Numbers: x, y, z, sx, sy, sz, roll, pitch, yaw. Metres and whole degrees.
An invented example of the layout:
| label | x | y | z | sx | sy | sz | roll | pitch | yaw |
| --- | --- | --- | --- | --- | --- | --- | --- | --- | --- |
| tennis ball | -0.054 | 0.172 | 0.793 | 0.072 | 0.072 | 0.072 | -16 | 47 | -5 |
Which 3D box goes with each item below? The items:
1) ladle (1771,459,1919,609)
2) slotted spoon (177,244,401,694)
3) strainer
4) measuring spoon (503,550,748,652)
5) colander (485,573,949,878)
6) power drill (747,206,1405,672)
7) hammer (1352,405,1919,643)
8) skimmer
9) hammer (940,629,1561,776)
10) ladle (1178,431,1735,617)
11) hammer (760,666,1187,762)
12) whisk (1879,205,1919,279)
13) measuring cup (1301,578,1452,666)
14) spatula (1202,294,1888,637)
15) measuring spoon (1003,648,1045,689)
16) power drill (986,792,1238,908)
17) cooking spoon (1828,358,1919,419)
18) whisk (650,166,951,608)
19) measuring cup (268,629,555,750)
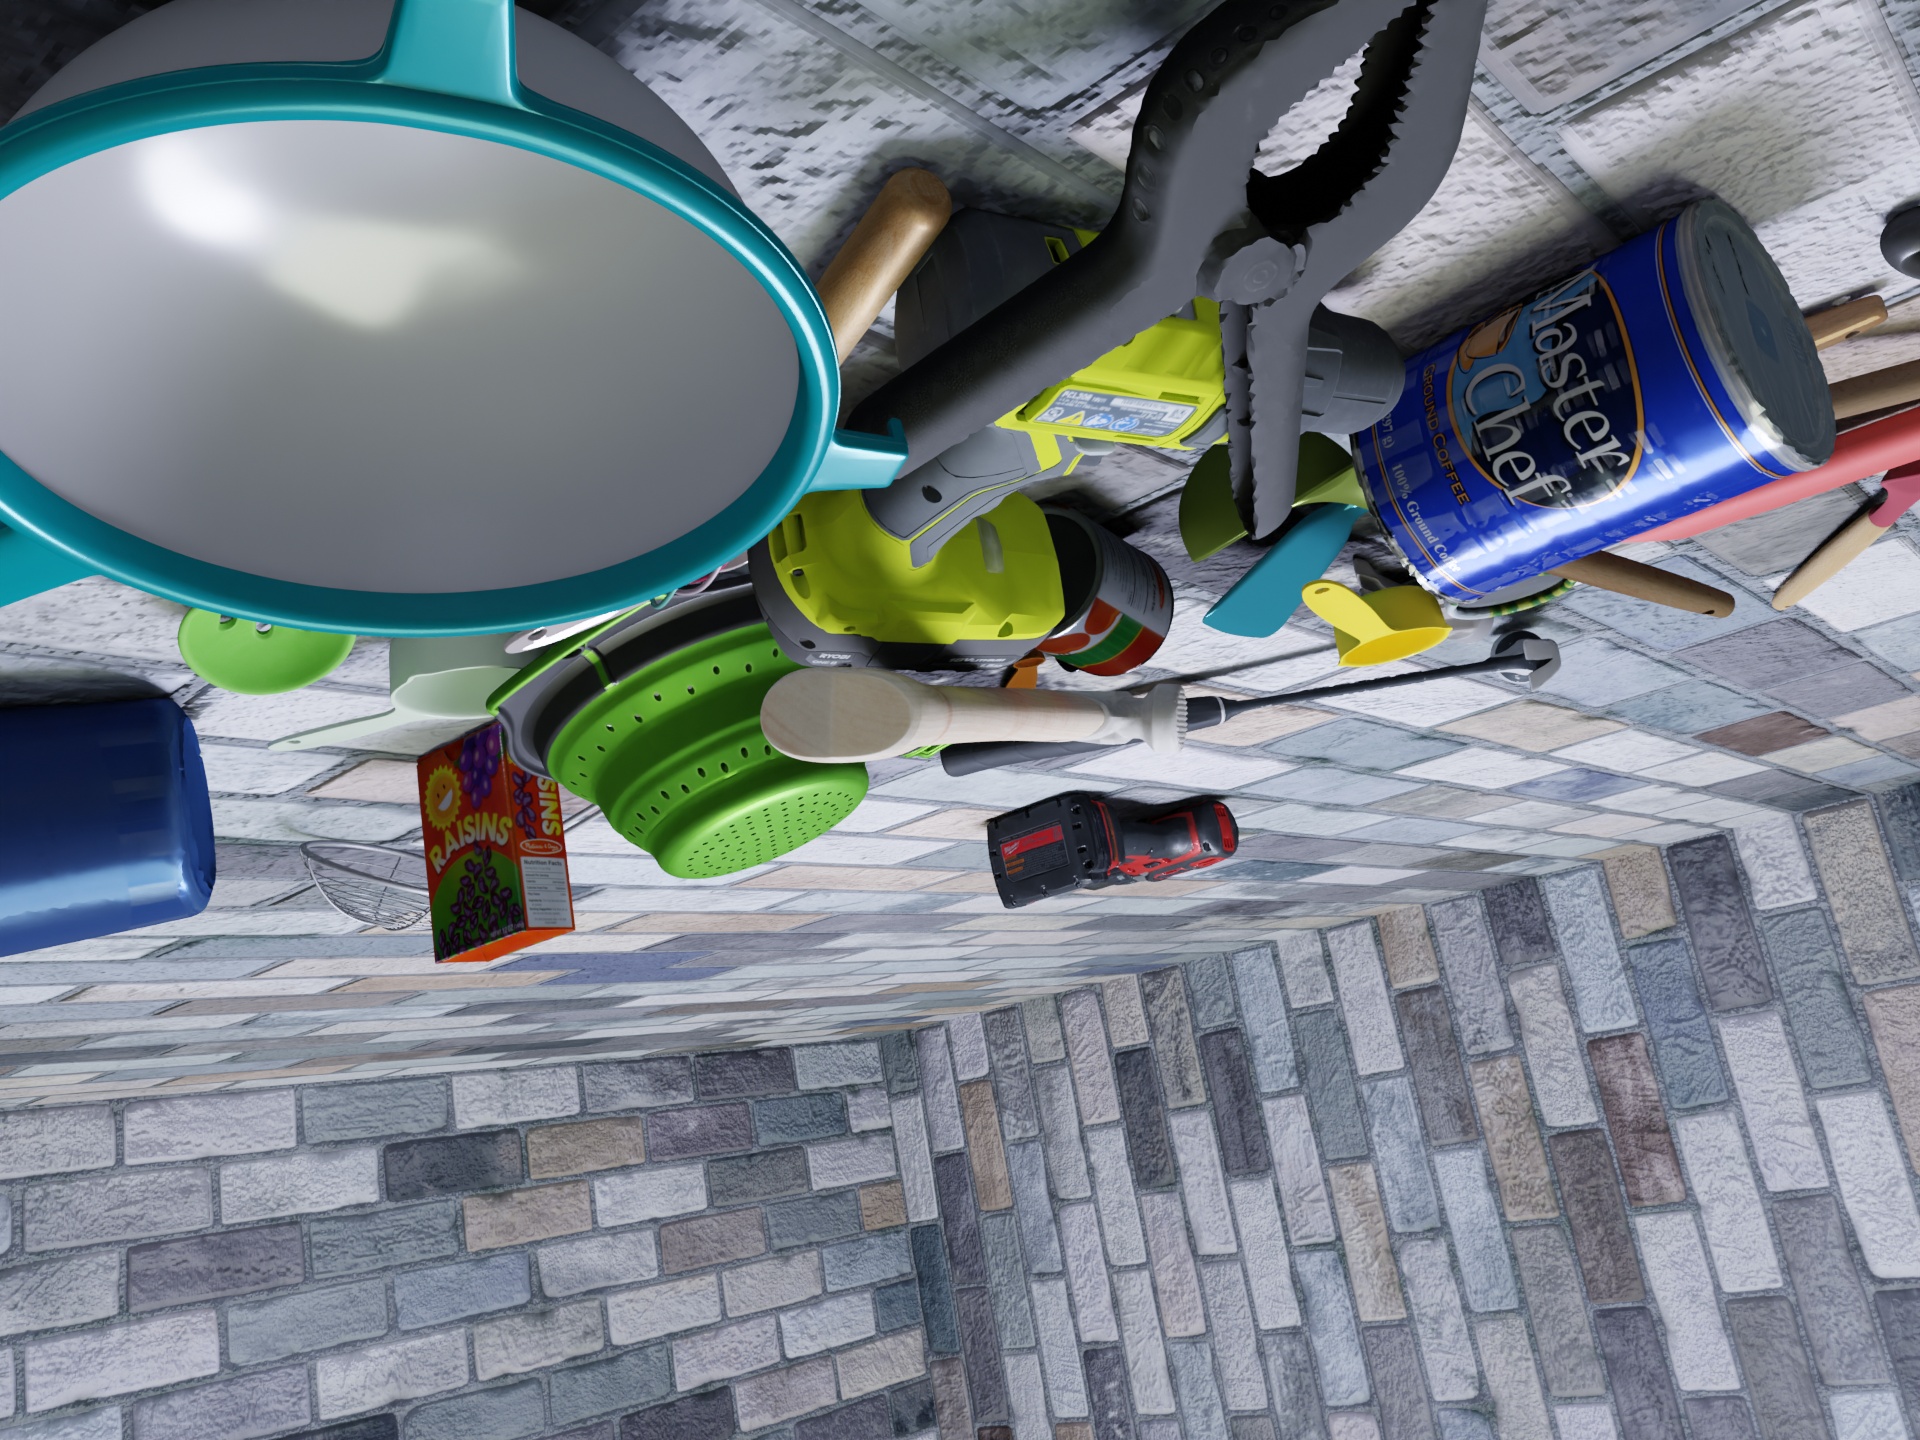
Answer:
| label | x | y | z | sx | sy | sz | roll | pitch | yaw |
| --- | --- | --- | --- | --- | --- | --- | --- | --- | --- |
| ladle | 0.546 | -0.114 | 0.956 | 0.069 | 0.031 | 0.315 | -9 | 167 | 7 |
| slotted spoon | -0.239 | -0.079 | 0.582 | 0.070 | 0.031 | 0.313 | -1 | 161 | -30 |
| strainer | -0.198 | -0.092 | 0.416 | 0.340 | 0.095 | 0.210 | -15 | 156 | 18 |
| measuring spoon | -0.136 | -0.060 | 0.670 | 0.124 | 0.018 | 0.034 | -26 | 166 | -12 |
| colander | -0.078 | 0.024 | 0.863 | 0.204 | 0.095 | 0.396 | -31 | 163 | 18 |
| power drill | 0.035 | -0.096 | 0.600 | 0.190 | 0.080 | 0.228 | 1 | 159 | -31 |
| hammer | 0.393 | -0.115 | 0.833 | 0.359 | 0.037 | 0.149 | -20 | 162 | 35 |
| skimmer | -0.268 | 0.046 | 1.014 | 0.363 | 0.090 | 0.127 | -28 | 159 | 22 |
| hammer | 0.187 | -0.008 | 1.052 | 0.409 | 0.036 | 0.149 | -10 | -178 | 11 |
| ladle | 0.238 | -0.073 | 0.720 | 0.320 | 0.062 | 0.078 | 11 | 161 | -25 |
| hammer | -0.001 | -0.002 | 0.716 | 0.146 | 0.038 | 0.410 | 1 | 180 | 17 |
| whisk | 0.489 | -0.177 | 0.639 | 0.295 | 0.073 | 0.073 | 2 | 162 | -17 |
| measuring cup | 0.198 | -0.059 | 0.791 | 0.062 | 0.029 | 0.156 | -20 | 160 | 27 |
| spatula | 0.259 | -0.114 | 0.740 | 0.317 | 0.044 | 0.082 | -21 | 164 | 32 |
| measuring spoon | 0.037 | -0.028 | 0.981 | 0.021 | 0.011 | 0.117 | -8 | 168 | -5 |
| power drill | 0.124 | 0.123 | 1.462 | 0.188 | 0.080 | 0.226 | -23 | 163 | 40 |
| cooking spoon | 0.393 | -0.143 | 0.705 | 0.319 | 0.017 | 0.068 | -15 | 165 | -6 |
| whisk | -0.072 | -0.106 | 0.554 | 0.047 | 0.051 | 0.245 | 26 | 146 | -19 |
| measuring cup | -0.269 | -0.019 | 0.762 | 0.167 | 0.038 | 0.083 | -14 | 164 | 22 |
